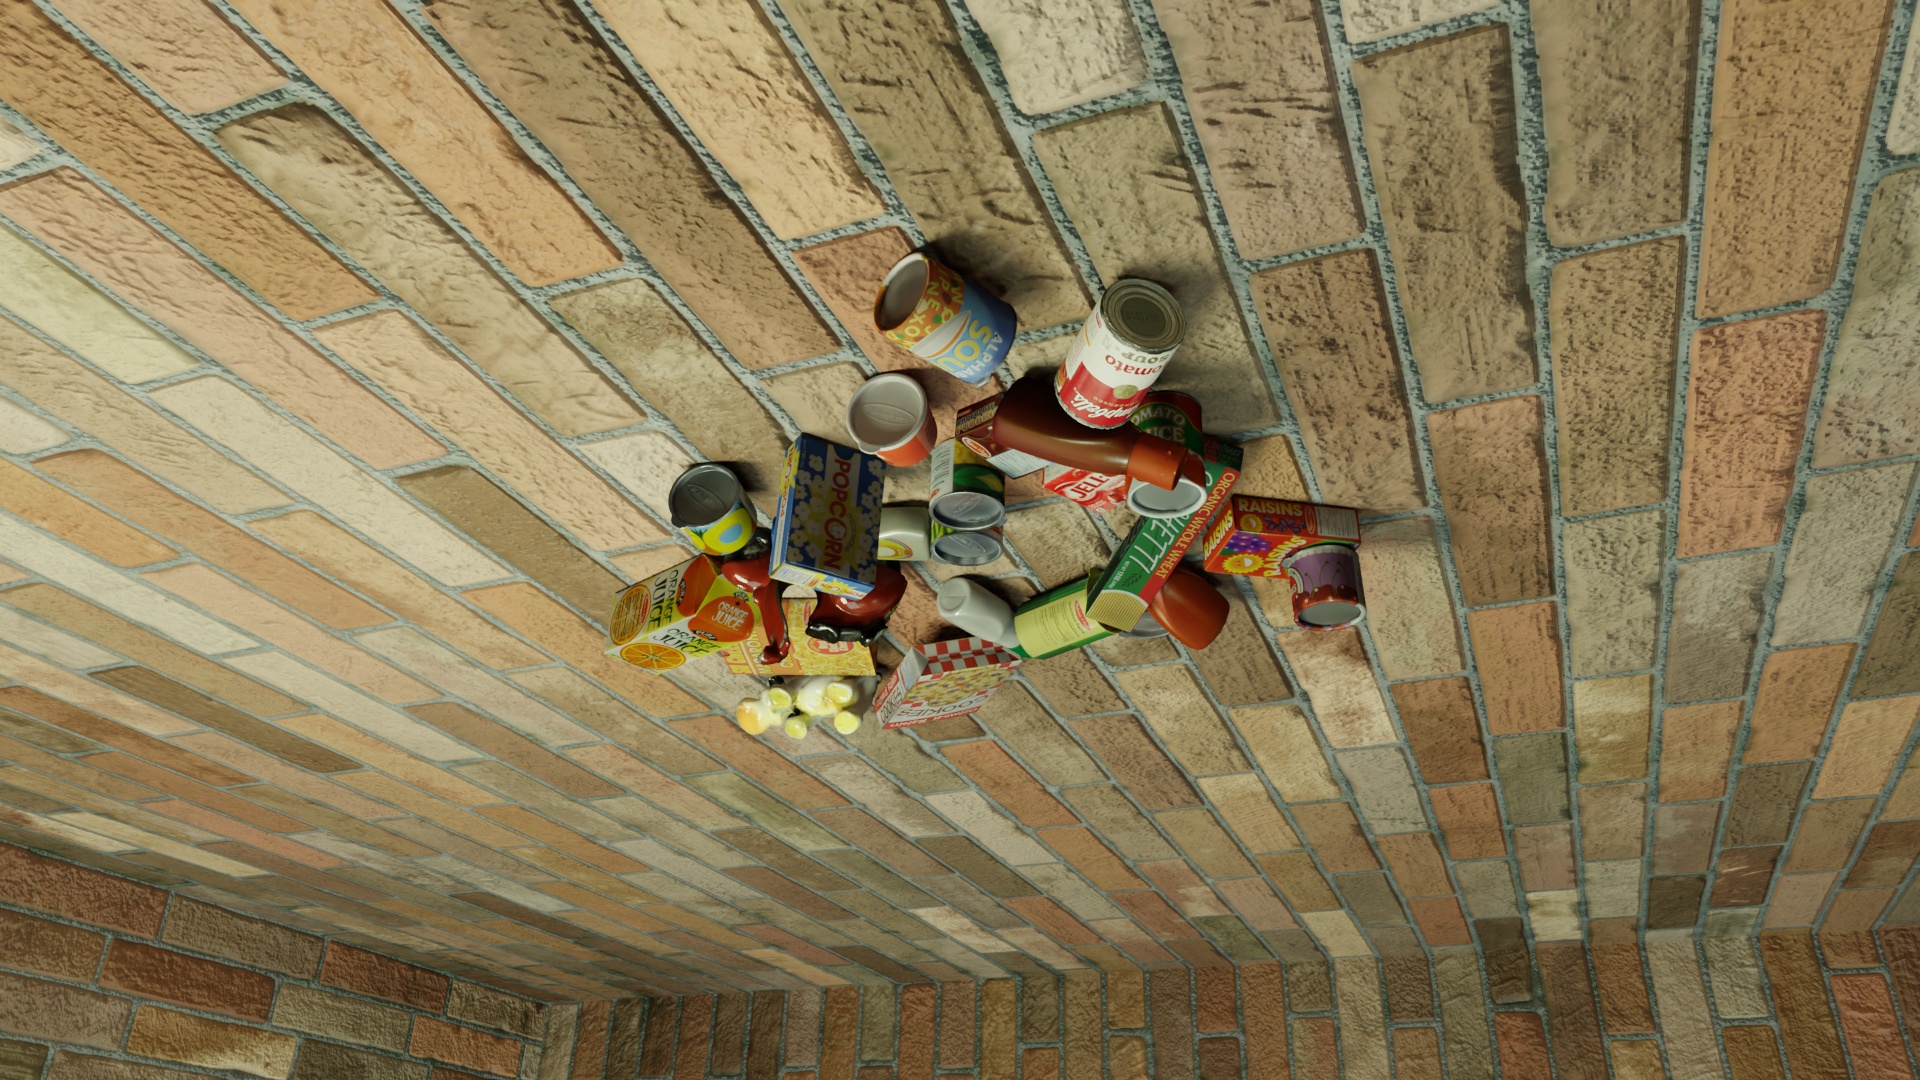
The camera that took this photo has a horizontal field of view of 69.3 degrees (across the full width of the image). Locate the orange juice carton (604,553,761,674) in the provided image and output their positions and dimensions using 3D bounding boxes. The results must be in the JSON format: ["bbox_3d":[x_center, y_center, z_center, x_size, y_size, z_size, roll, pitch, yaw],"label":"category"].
[{"bbox_3d":[-0.276,0.072,1.429,0.192,0.073,0.071,-22,143,35],"label":"orange juice carton"}]

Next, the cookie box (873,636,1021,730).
[{"bbox_3d":[-0.017,0.161,1.576,0.123,0.040,0.166,-7,155,-23],"label":"cookie box"}]

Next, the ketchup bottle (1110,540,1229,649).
[{"bbox_3d":[0.206,0.049,1.379,0.148,0.065,0.043,38,171,-35],"label":"ketchup bottle"}]

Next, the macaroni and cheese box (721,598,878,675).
[{"bbox_3d":[-0.180,0.107,1.521,0.166,0.040,0.123,0,150,3],"label":"macaroni and cheese box"}]

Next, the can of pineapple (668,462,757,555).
[{"bbox_3d":[-0.224,-0.027,1.251,0.071,0.071,0.057,-4,151,10],"label":"can of pineapple"}]

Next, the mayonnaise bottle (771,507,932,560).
[{"bbox_3d":[-0.102,-0.006,1.311,0.148,0.041,0.064,-1,153,3],"label":"mayonnaise bottle"}]

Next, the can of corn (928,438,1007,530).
[{"bbox_3d":[0.009,-0.049,1.209,0.071,0.058,0.071,1,151,1],"label":"can of corn"}]

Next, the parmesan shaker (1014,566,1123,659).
[{"bbox_3d":[0.113,0.075,1.427,0.071,0.071,0.102,26,144,-36],"label":"parmesan shaker"}]

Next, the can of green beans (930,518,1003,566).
[{"bbox_3d":[0.007,-0.016,1.268,0.071,0.058,0.071,1,151,1],"label":"can of green beans"}]

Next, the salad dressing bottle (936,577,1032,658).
[{"bbox_3d":[0.035,0.085,1.466,0.064,0.044,0.147,-4,155,38],"label":"salad dressing bottle"}]

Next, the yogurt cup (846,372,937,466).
[{"bbox_3d":[-0.052,-0.095,1.125,0.072,0.072,0.054,-7,158,15],"label":"yogurt cup"}]

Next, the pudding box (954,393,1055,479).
[{"bbox_3d":[0.040,-0.086,1.168,0.049,0.030,0.083,-19,145,35],"label":"pudding box"}]

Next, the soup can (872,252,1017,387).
[{"bbox_3d":[-0.011,-0.157,0.998,0.084,0.071,0.071,25,144,-35],"label":"soup can"}]

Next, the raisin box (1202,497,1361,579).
[{"bbox_3d":[0.299,0.000,1.302,0.123,0.040,0.085,5,152,-9],"label":"raisin box"}]

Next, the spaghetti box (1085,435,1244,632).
[{"bbox_3d":[0.181,-0.002,1.264,0.050,0.029,0.248,19,138,-7],"label":"spaghetti box"}]

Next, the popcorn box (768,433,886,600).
[{"bbox_3d":[-0.114,-0.019,1.198,0.085,0.127,0.038,17,151,-25],"label":"popcorn box"}]

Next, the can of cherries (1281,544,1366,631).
[{"bbox_3d":[0.334,0.045,1.279,0.071,0.058,0.071,0,151,0],"label":"can of cherries"}]

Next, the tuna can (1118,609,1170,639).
[{"bbox_3d":[0.193,0.076,1.452,0.071,0.033,0.070,1,151,1],"label":"tuna can"}]

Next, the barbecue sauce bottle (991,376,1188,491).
[{"bbox_3d":[0.103,-0.080,1.087,0.149,0.065,0.043,21,139,16],"label":"barbecue sauce bottle"}]

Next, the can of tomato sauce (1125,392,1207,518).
[{"bbox_3d":[0.166,-0.070,1.135,0.071,0.083,0.071,1,151,1],"label":"can of tomato sauce"}]
